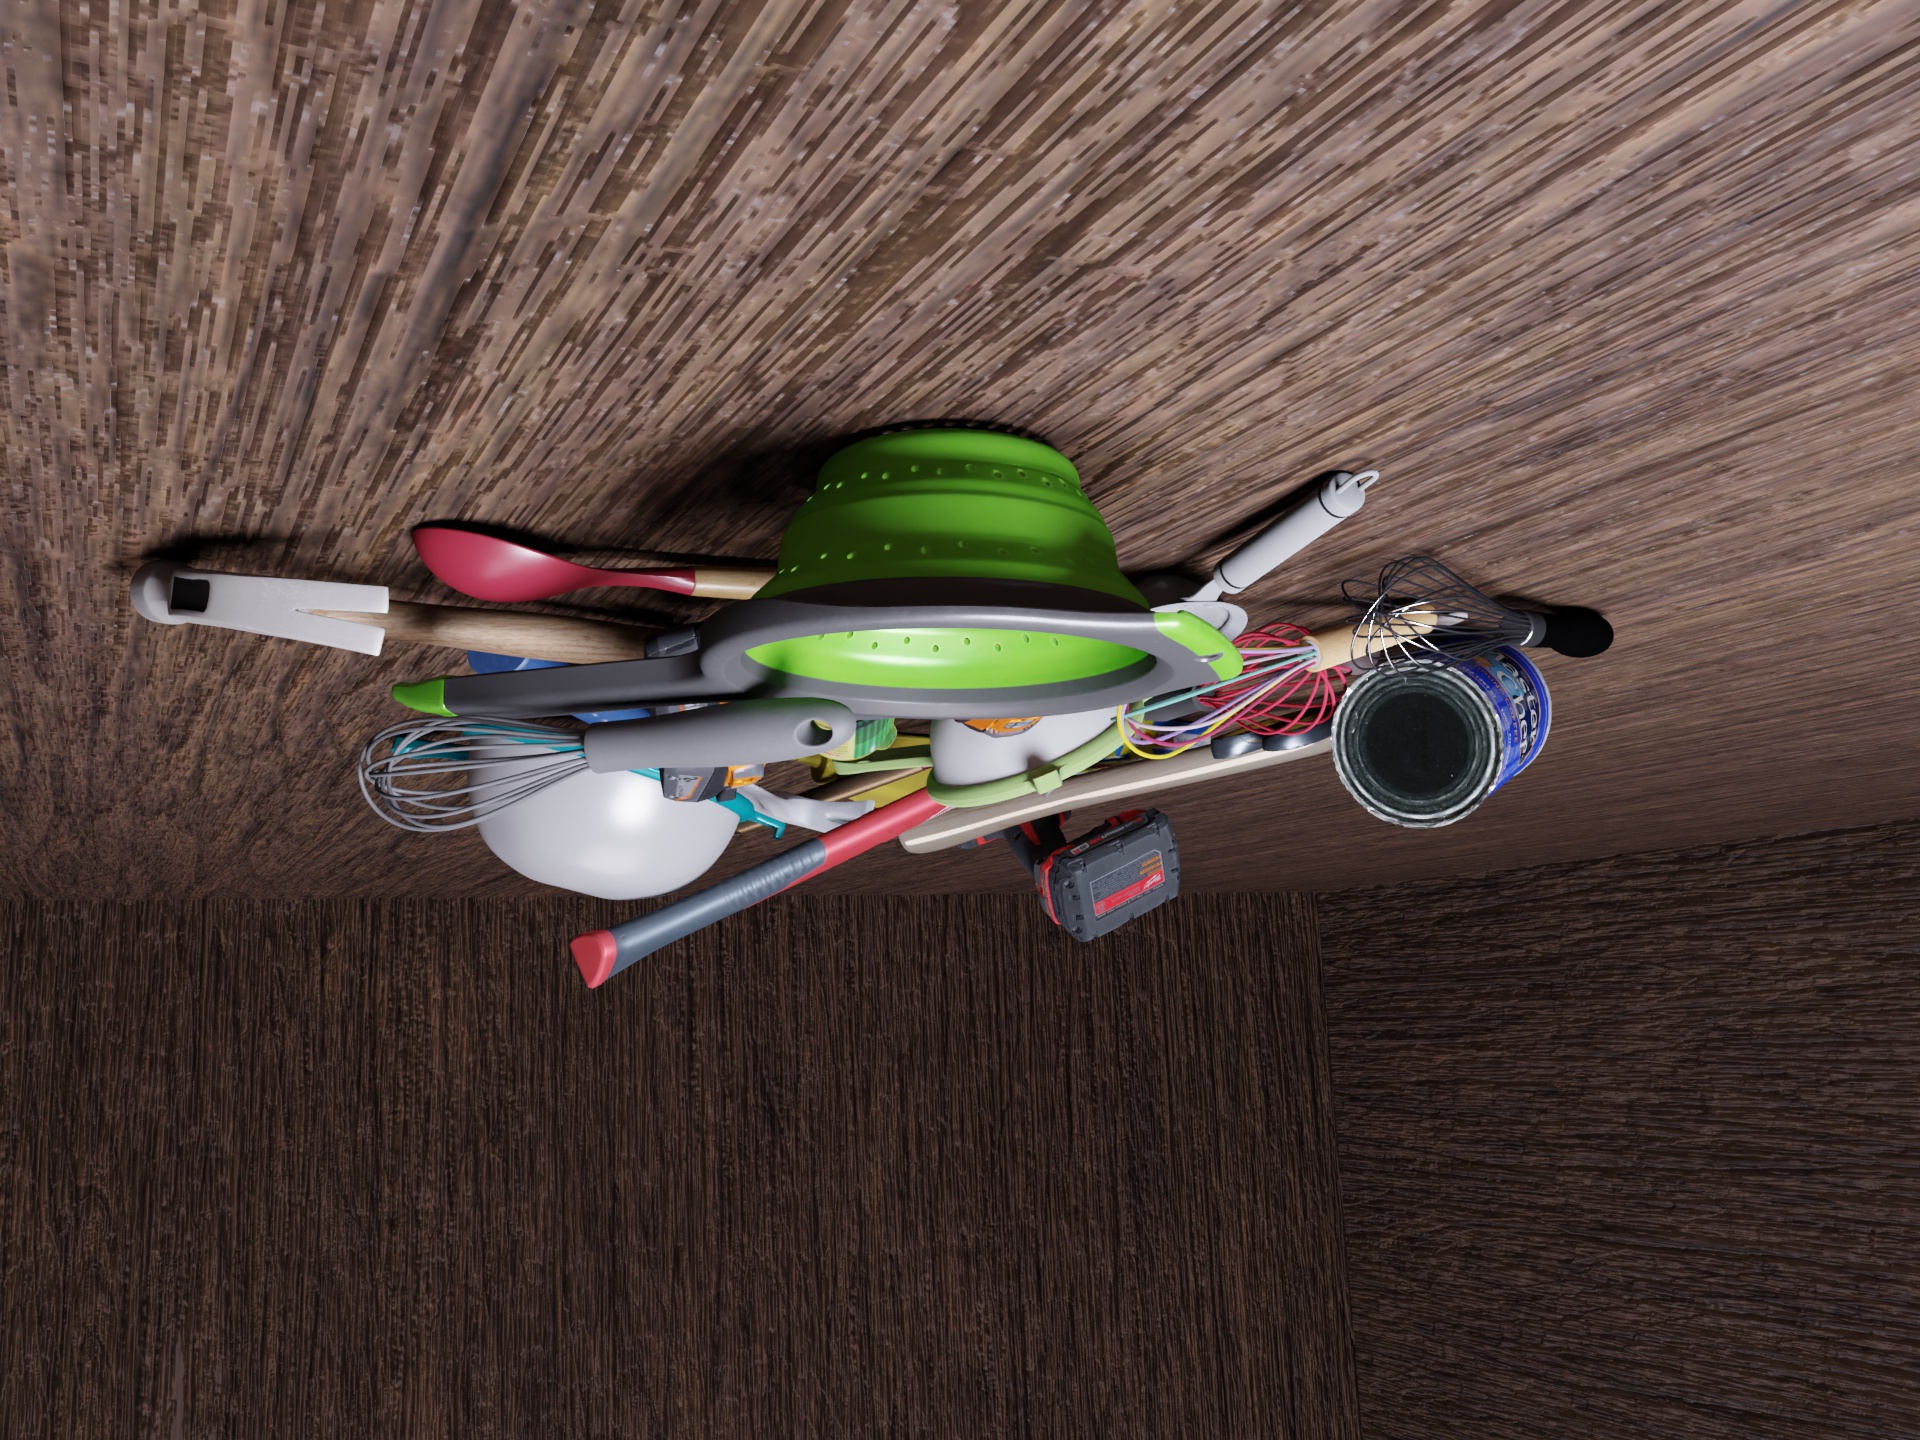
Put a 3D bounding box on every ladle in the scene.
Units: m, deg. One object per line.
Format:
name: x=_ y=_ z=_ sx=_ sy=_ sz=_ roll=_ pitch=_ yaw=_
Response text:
ladle: x=-0.112 y=-0.070 z=0.804 sx=0.315 sy=0.031 sz=0.069 roll=1 pitch=175 yaw=-27

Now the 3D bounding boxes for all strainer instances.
strainer: x=-0.002 y=-0.003 z=1.052 sx=0.256 sy=0.069 sz=0.151 roll=-7 pitch=-158 yaw=42
strainer: x=-0.310 y=0.068 z=1.148 sx=0.340 sy=0.095 sz=0.210 roll=6 pitch=165 yaw=34
strainer: x=0.135 y=-0.074 z=0.807 sx=0.087 sy=0.050 sz=0.258 roll=-2 pitch=165 yaw=-22

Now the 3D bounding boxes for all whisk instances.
whisk: x=0.309 y=-0.056 z=0.920 sx=0.284 sy=0.070 sz=0.070 roll=0 pitch=171 yaw=-45
whisk: x=-0.159 y=0.015 z=0.703 sx=0.239 sy=0.055 sz=0.055 roll=-7 pitch=169 yaw=15
whisk: x=0.180 y=-0.029 z=0.894 sx=0.245 sy=0.047 sz=0.051 roll=-17 pitch=166 yaw=-31
whisk: x=0.176 y=-0.019 z=1.080 sx=0.073 sy=0.073 sz=0.296 roll=0 pitch=176 yaw=-16

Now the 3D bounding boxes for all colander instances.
colander: x=-0.081 y=-0.057 z=0.695 sx=0.397 sy=0.094 sz=0.204 roll=-4 pitch=169 yaw=22

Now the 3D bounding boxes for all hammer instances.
hammer: x=-0.190 y=0.017 z=1.081 sx=0.144 sy=0.035 sz=0.405 roll=10 pitch=167 yaw=22
hammer: x=0.141 y=0.042 z=1.257 sx=0.410 sy=0.038 sz=0.146 roll=-15 pitch=160 yaw=15
hammer: x=-0.091 y=0.095 z=1.141 sx=0.386 sy=0.038 sz=0.143 roll=-25 pitch=165 yaw=-14
hammer: x=-0.239 y=-0.047 z=0.836 sx=0.130 sy=0.031 sz=0.331 roll=9 pitch=-177 yaw=40

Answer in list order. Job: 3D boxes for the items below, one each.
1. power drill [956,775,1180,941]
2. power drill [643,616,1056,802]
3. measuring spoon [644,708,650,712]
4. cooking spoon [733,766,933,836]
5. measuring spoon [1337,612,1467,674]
power drill: x=0.088 y=0.093 z=1.386 sx=0.143 sy=0.078 sz=0.220 roll=-24 pitch=-149 yaw=-21
power drill: x=-0.053 y=-0.013 z=0.865 sx=0.226 sy=0.084 sz=0.164 roll=-9 pitch=170 yaw=-12
measuring spoon: x=-0.231 y=0.016 z=1.196 sx=0.042 sy=0.021 sz=0.128 roll=-9 pitch=158 yaw=-16
cooking spoon: x=-0.054 y=0.040 z=1.268 sx=0.319 sy=0.017 sz=0.068 roll=-20 pitch=145 yaw=18
measuring spoon: x=0.286 y=-0.049 z=1.037 sx=0.034 sy=0.018 sz=0.124 roll=2 pitch=168 yaw=-24
